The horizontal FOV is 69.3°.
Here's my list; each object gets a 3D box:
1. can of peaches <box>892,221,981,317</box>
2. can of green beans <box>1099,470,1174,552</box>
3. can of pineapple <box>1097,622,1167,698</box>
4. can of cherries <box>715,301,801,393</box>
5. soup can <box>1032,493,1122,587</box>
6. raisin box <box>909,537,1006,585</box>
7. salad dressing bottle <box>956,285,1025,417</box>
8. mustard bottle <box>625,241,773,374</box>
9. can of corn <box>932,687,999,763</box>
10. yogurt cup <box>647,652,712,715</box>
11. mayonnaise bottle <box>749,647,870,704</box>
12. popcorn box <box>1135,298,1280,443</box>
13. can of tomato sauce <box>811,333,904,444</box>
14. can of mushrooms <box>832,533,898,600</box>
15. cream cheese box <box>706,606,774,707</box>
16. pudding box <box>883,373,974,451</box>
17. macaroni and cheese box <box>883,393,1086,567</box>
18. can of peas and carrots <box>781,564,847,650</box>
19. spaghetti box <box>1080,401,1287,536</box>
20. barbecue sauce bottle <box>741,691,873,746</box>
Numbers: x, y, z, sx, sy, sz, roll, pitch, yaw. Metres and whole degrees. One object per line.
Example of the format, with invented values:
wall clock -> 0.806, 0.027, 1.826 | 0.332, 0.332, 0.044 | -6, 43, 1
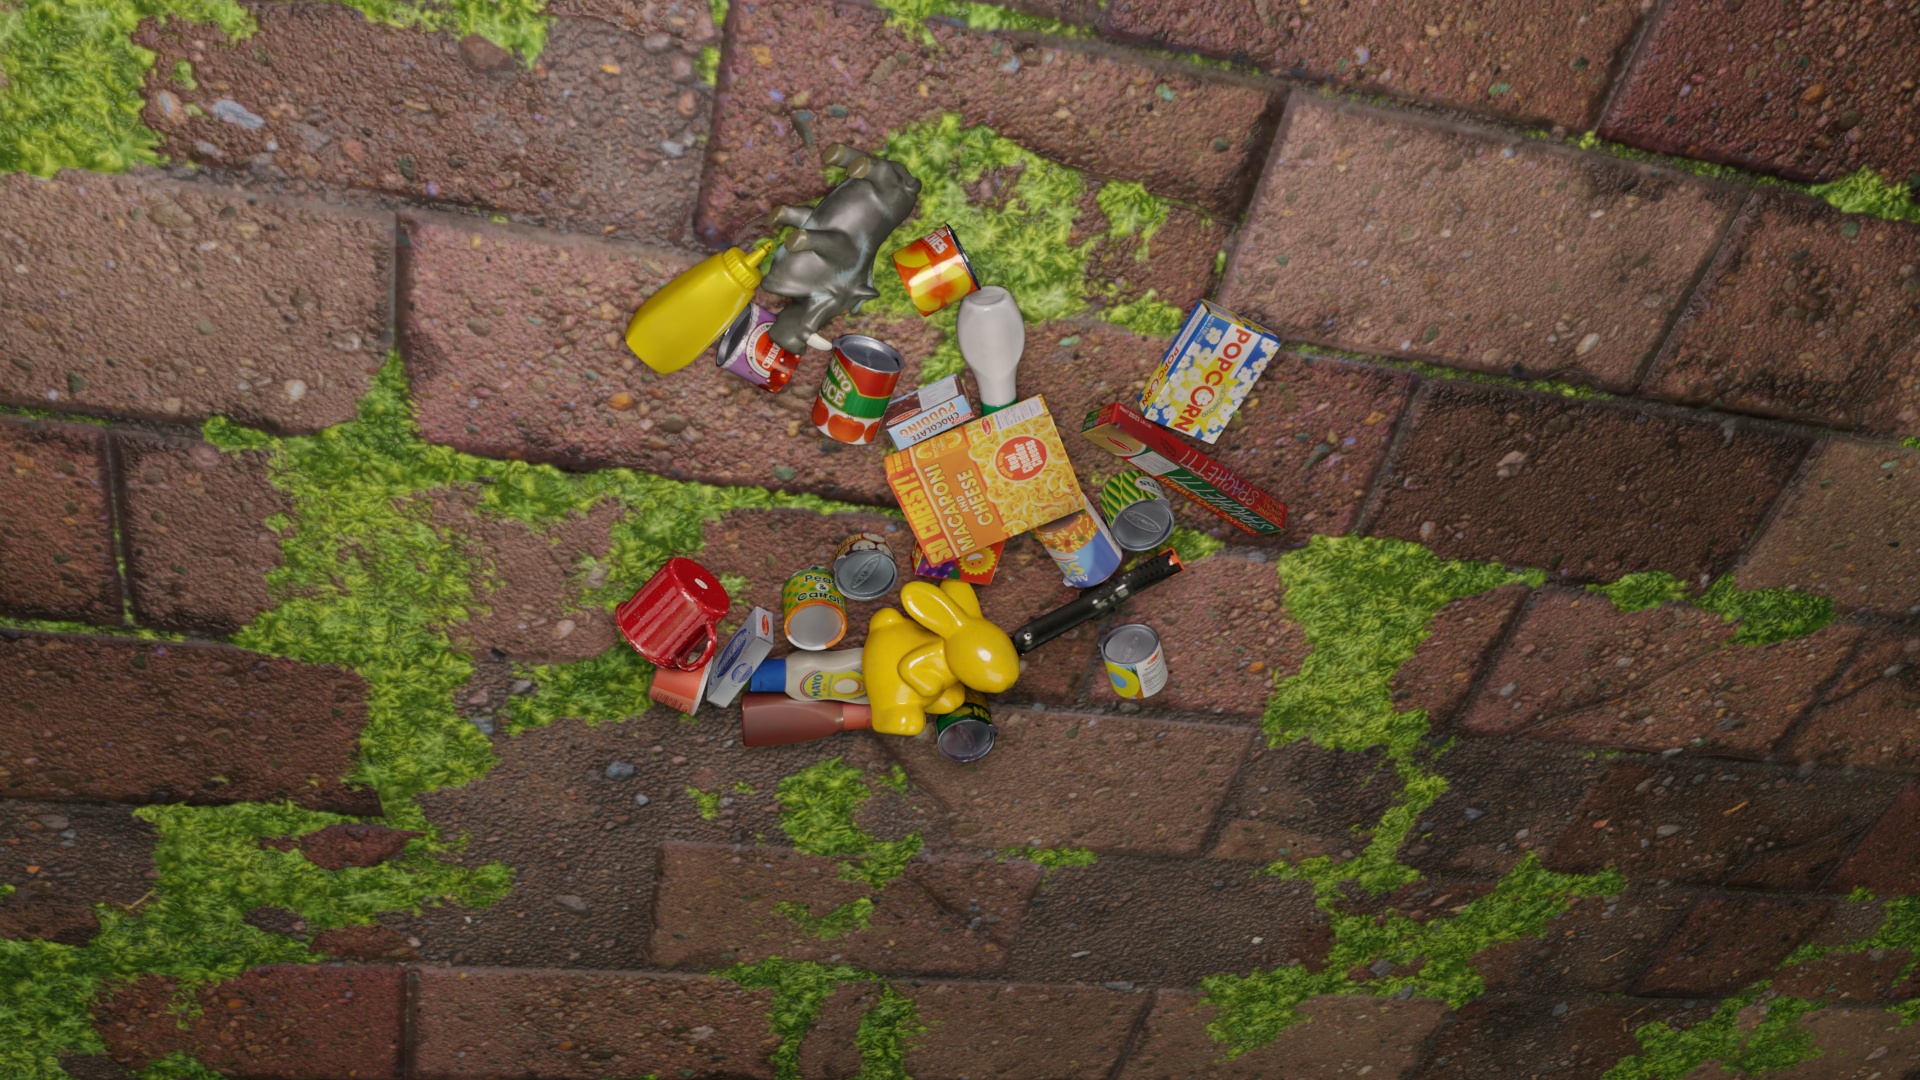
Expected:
can of peaches -> -0.023, -0.244, 1.247 | 0.058, 0.071, 0.071 | -26, 126, 10
can of green beans -> 0.183, -0.031, 1.442 | 0.071, 0.058, 0.071 | -5, 126, -7
can of pineapple -> 0.194, 0.135, 1.560 | 0.071, 0.071, 0.057 | -17, 127, 3
can of cherries -> -0.181, -0.175, 1.264 | 0.058, 0.072, 0.071 | 27, 117, -26
soup can -> 0.119, -0.001, 1.446 | 0.071, 0.072, 0.083 | -30, 124, 12
raisin box -> 0.005, -0.018, 1.431 | 0.086, 0.040, 0.122 | 8, 122, -17
salad dressing bottle -> 0.032, -0.168, 1.326 | 0.064, 0.044, 0.146 | -11, 128, -4
mustard bottle -> -0.225, -0.216, 1.241 | 0.160, 0.049, 0.065 | -36, 124, 14
can of corn -> 0.006, 0.208, 1.581 | 0.071, 0.058, 0.070 | -5, 126, -7
yogurt cup -> -0.300, 0.147, 1.480 | 0.054, 0.073, 0.072 | 18, 121, -12
mayonnaise bottle -> -0.155, 0.148, 1.519 | 0.148, 0.041, 0.064 | 1, 123, -12
popcorn box -> 0.243, -0.165, 1.368 | 0.085, 0.038, 0.126 | 18, 120, -22
can of tomato sauce -> -0.099, -0.142, 1.305 | 0.071, 0.071, 0.082 | 13, 123, -19
can of mushrooms -> -0.101, 0.026, 1.446 | 0.071, 0.033, 0.070 | -5, 127, -6
cream cheese box -> -0.234, 0.124, 1.480 | 0.024, 0.053, 0.103 | 28, 116, -24
pudding box -> -0.032, -0.125, 1.341 | 0.083, 0.050, 0.030 | -24, 124, 6
macaroni and cheese box -> 0.025, -0.056, 1.357 | 0.166, 0.040, 0.123 | -21, 127, 5
can of peas and carrots -> -0.152, 0.070, 1.453 | 0.071, 0.059, 0.070 | -5, 126, -7
spaghetti box -> 0.234, -0.070, 1.427 | 0.250, 0.029, 0.050 | 28, 157, -26
barbecue sauce bottle -> -0.169, 0.196, 1.550 | 0.149, 0.044, 0.064 | -3, 125, -9
